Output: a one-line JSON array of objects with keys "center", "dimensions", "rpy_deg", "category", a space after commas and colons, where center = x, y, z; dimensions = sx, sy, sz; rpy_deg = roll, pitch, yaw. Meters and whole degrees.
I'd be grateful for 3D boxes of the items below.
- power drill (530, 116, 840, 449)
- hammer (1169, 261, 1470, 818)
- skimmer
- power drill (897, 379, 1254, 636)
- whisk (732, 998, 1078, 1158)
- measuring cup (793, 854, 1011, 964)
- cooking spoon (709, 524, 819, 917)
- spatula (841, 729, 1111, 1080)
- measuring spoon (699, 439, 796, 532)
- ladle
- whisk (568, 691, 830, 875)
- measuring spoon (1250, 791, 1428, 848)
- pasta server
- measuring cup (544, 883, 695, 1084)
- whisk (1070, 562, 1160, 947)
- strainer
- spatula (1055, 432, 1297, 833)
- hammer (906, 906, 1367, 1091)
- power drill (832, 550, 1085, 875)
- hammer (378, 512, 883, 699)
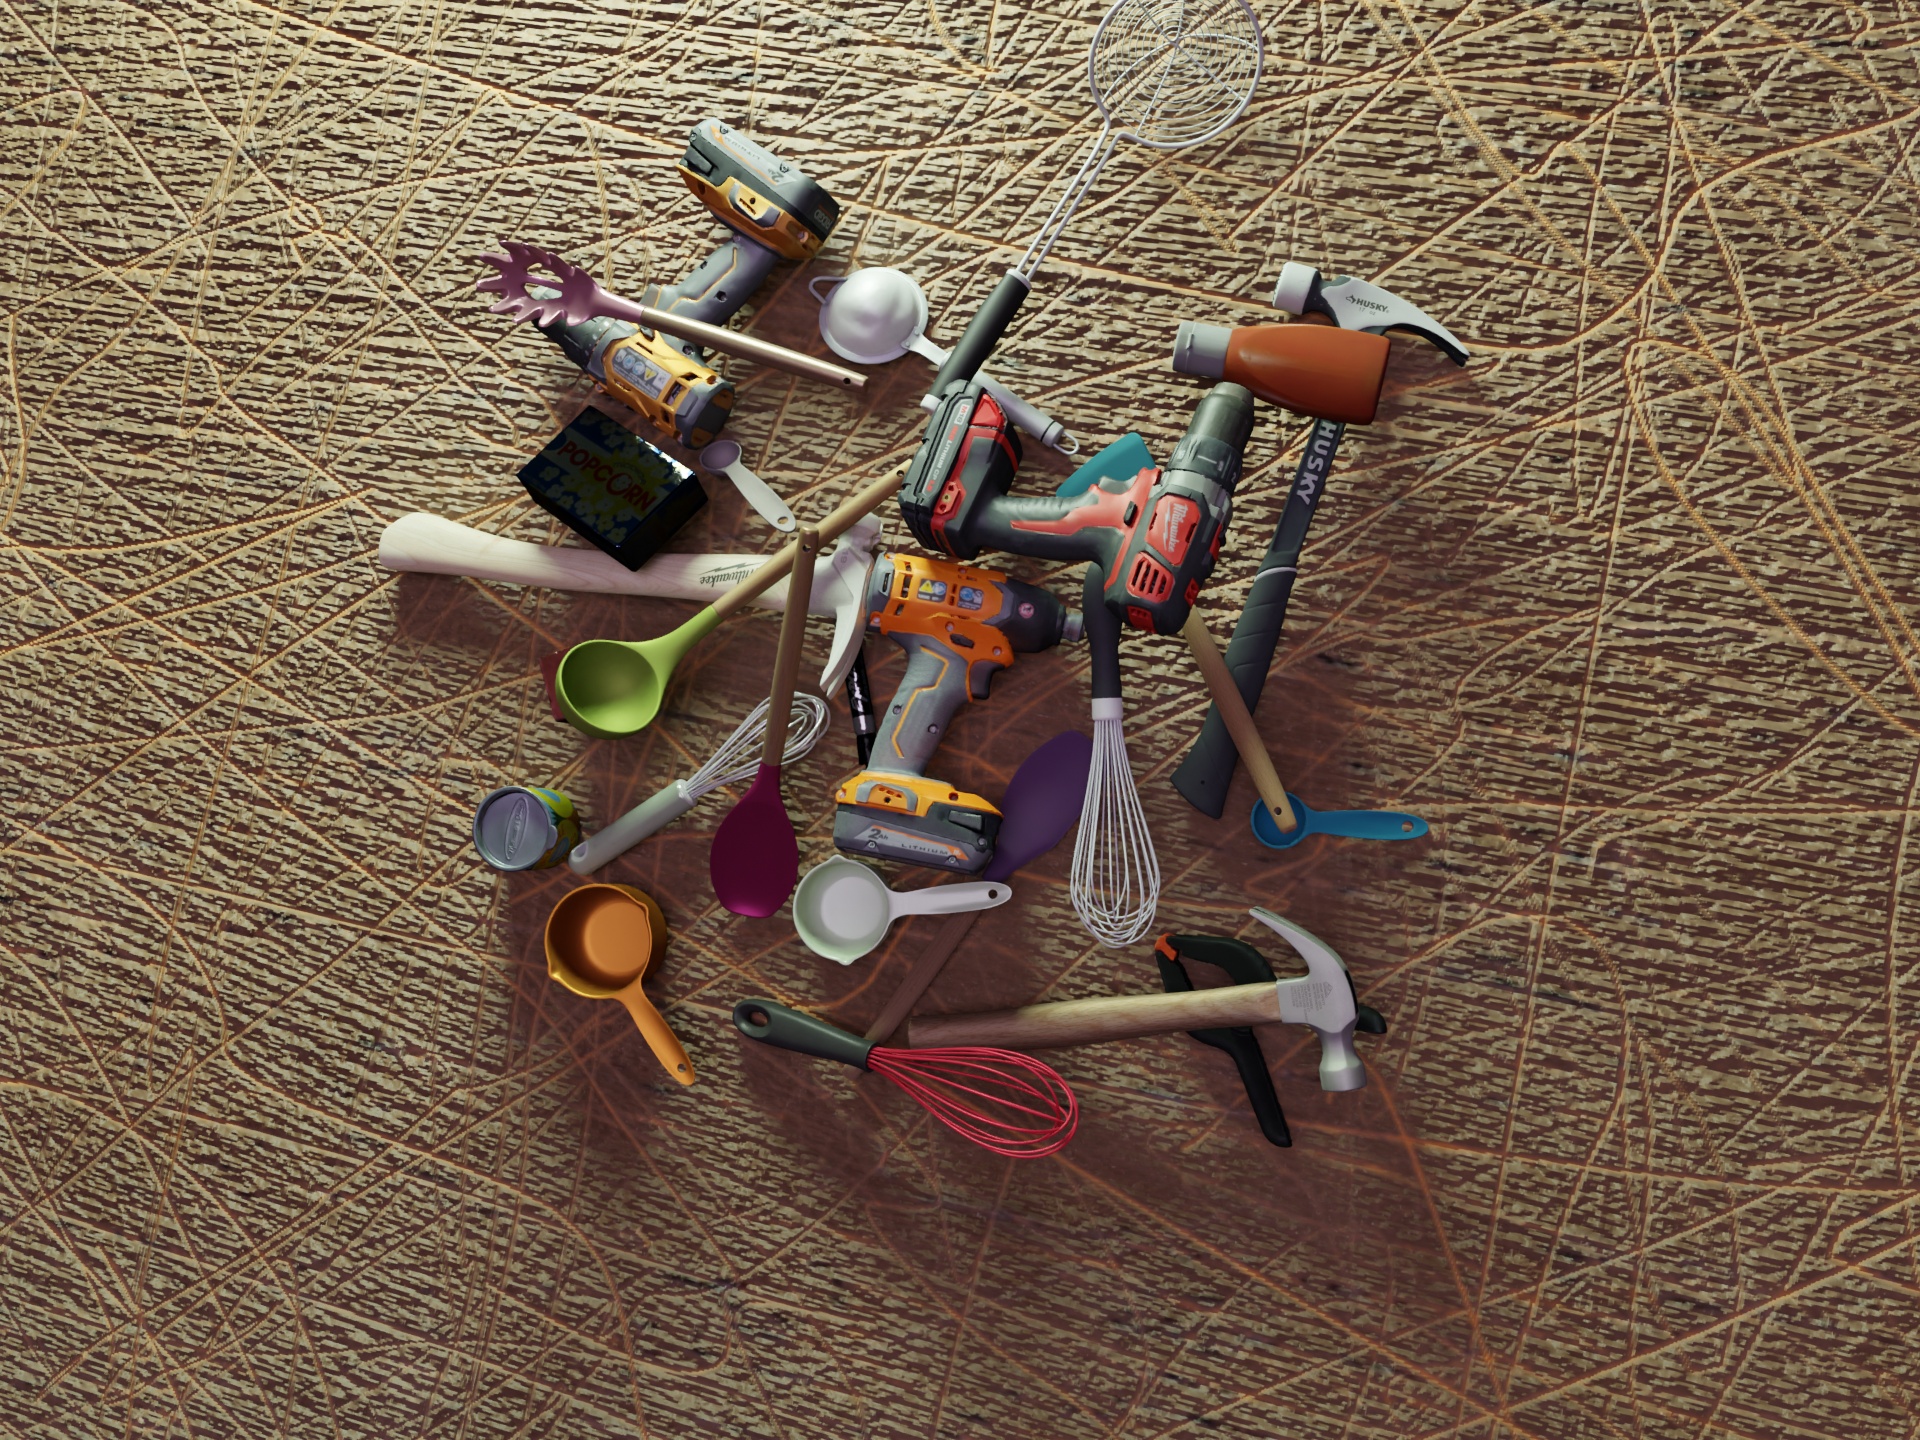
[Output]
[{"center": [-0.223, -0.353, 1.250], "dimensions": [0.185, 0.084, 0.226], "rpy_deg": [35, 98, 11], "category": "power drill"}, {"center": [0.244, -0.124, 1.170], "dimensions": [0.149, 0.036, 0.409], "rpy_deg": [19, 90, 10], "category": "hammer"}, {"center": [0.087, -0.376, 1.171], "dimensions": [0.127, 0.090, 0.363], "rpy_deg": [34, 87, -26], "category": "skimmer"}, {"center": [0.089, -0.176, 1.142], "dimensions": [0.227, 0.080, 0.188], "rpy_deg": [19, 78, 20], "category": "power drill"}, {"center": [-0.048, 0.252, 1.162], "dimensions": [0.296, 0.073, 0.073], "rpy_deg": [12, 89, 29], "category": "whisk"}, {"center": [-0.042, 0.138, 1.204], "dimensions": [0.167, 0.038, 0.083], "rpy_deg": [-7, 85, 9], "category": "measuring cup"}, {"center": [-0.137, 0.008, 1.183], "dimensions": [0.069, 0.017, 0.318], "rpy_deg": [12, 112, 0], "category": "cooking spoon"}, {"center": [0.005, 0.142, 1.204], "dimensions": [0.060, 0.018, 0.316], "rpy_deg": [36, 92, 17], "category": "spatula"}, {"center": [-0.162, -0.178, 1.236], "dimensions": [0.034, 0.018, 0.124], "rpy_deg": [-34, 57, -15], "category": "measuring spoon"}, {"center": [-0.160, -0.097, 1.176], "dimensions": [0.320, 0.062, 0.078], "rpy_deg": [-38, 88, -6], "category": "ladle"}, {"center": [-0.206, 0.052, 1.238], "dimensions": [0.246, 0.059, 0.058], "rpy_deg": [-33, 45, 11], "category": "whisk"}, {"center": [0.275, 0.075, 1.163], "dimensions": [0.128, 0.021, 0.042], "rpy_deg": [3, 86, 2], "category": "measuring spoon"}, {"center": [-0.216, -0.295, 1.193], "dimensions": [0.316, 0.040, 0.060], "rpy_deg": [20, 112, 12], "category": "pasta server"}, {"center": [-0.248, 0.204, 1.231], "dimensions": [0.095, 0.052, 0.174], "rpy_deg": [-36, 83, 6], "category": "measuring cup"}, {"center": [0.110, 0.024, 1.164], "dimensions": [0.070, 0.070, 0.284], "rpy_deg": [-3, 88, 10], "category": "whisk"}, {"center": [-0.014, -0.281, 1.226], "dimensions": [0.258, 0.050, 0.087], "rpy_deg": [35, 79, 7], "category": "strainer"}, {"center": [0.165, -0.060, 1.147], "dimensions": [0.082, 0.044, 0.318], "rpy_deg": [-35, 62, 27], "category": "spatula"}, {"center": [0.117, 0.212, 1.147], "dimensions": [0.331, 0.031, 0.130], "rpy_deg": [-9, 85, 19], "category": "hammer"}, {"center": [-0.002, -0.004, 1.178], "dimensions": [0.164, 0.084, 0.226], "rpy_deg": [10, 81, 3], "category": "power drill"}, {"center": [-0.270, -0.108, 1.249], "dimensions": [0.410, 0.038, 0.146], "rpy_deg": [6, 72, 13], "category": "hammer"}]
